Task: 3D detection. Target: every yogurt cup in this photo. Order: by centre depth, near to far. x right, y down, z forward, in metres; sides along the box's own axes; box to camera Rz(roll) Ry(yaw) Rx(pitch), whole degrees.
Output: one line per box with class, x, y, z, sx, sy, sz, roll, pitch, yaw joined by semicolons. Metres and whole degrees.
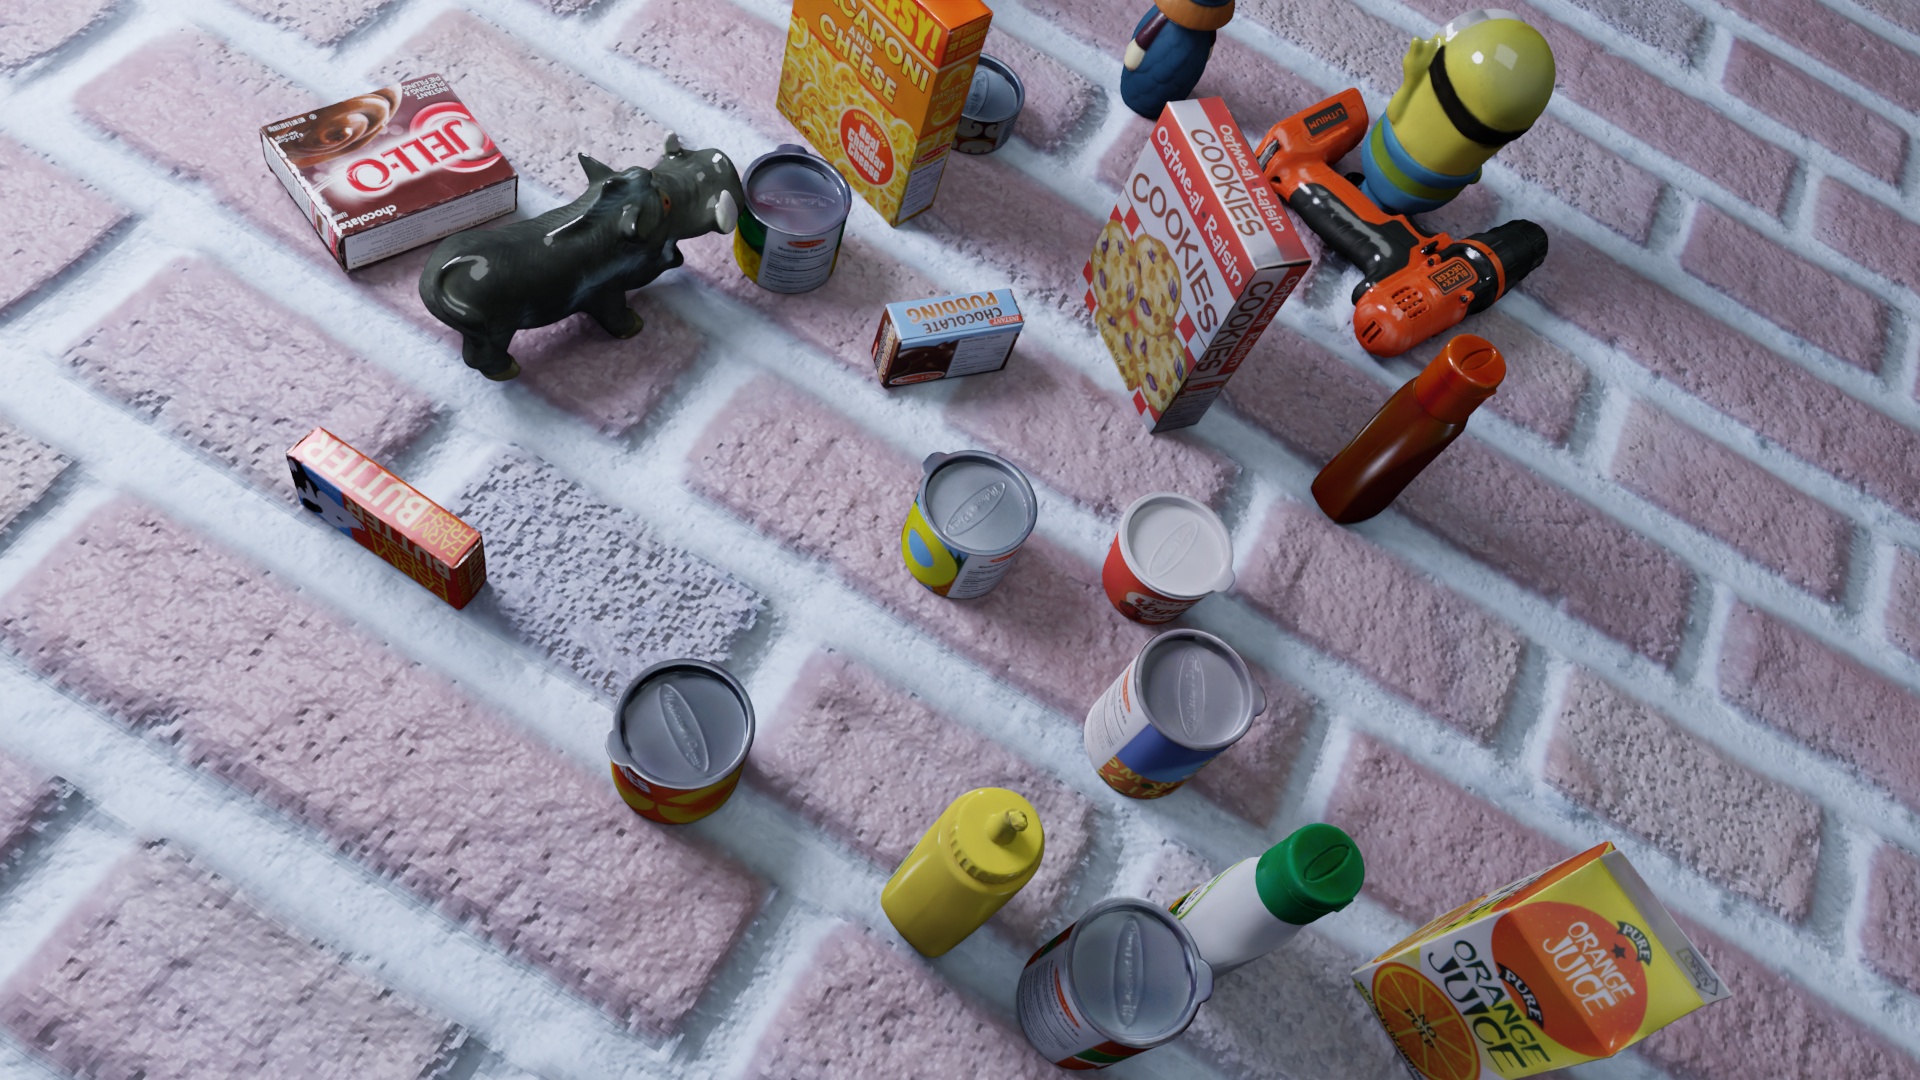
yogurt cup;0.115;0.013;0.798;0.072;0.053;0.073;7;60;-12

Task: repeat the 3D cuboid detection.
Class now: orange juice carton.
orange juice carton;0.273;0.202;0.656;0.073;0.191;0.072;-22;70;-25

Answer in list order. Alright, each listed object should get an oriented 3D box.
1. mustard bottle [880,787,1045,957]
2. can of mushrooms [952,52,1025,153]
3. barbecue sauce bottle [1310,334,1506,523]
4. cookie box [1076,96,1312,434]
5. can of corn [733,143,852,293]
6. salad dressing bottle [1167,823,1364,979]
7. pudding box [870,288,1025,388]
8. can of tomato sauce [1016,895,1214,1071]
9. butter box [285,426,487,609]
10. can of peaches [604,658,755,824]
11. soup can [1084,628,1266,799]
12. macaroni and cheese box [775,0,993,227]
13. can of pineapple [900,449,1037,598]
mustard bottle;0.006;0.145;0.632;0.049;0.159;0.065;45;60;11
can of mushrooms;0.006;-0.302;0.954;0.071;0.033;0.071;7;60;-12
barbecue sauce bottle;0.268;-0.065;0.829;0.065;0.147;0.044;-25;71;-26
cookie box;0.134;-0.161;0.833;0.040;0.166;0.123;-13;66;-21
can of corn;-0.104;-0.196;0.850;0.071;0.058;0.071;7;60;-12
salad dressing bottle;0.142;0.173;0.662;0.064;0.147;0.044;-26;72;-26
pudding box;-0.008;-0.123;0.841;0.084;0.049;0.030;-12;66;-21
can of tomato sauce;0.071;0.211;0.658;0.071;0.082;0.071;7;60;-12
butter box;-0.287;-0.010;0.698;0.103;0.053;0.024;33;59;4
can of peaches;-0.138;0.099;0.676;0.071;0.057;0.071;7;60;-12
soup can;0.111;0.094;0.734;0.071;0.083;0.071;7;60;-12
macaroni and cheese box;-0.052;-0.295;0.856;0.040;0.165;0.124;-36;76;-29
can of pineapple;0.003;-0.010;0.776;0.071;0.057;0.071;7;60;-12
